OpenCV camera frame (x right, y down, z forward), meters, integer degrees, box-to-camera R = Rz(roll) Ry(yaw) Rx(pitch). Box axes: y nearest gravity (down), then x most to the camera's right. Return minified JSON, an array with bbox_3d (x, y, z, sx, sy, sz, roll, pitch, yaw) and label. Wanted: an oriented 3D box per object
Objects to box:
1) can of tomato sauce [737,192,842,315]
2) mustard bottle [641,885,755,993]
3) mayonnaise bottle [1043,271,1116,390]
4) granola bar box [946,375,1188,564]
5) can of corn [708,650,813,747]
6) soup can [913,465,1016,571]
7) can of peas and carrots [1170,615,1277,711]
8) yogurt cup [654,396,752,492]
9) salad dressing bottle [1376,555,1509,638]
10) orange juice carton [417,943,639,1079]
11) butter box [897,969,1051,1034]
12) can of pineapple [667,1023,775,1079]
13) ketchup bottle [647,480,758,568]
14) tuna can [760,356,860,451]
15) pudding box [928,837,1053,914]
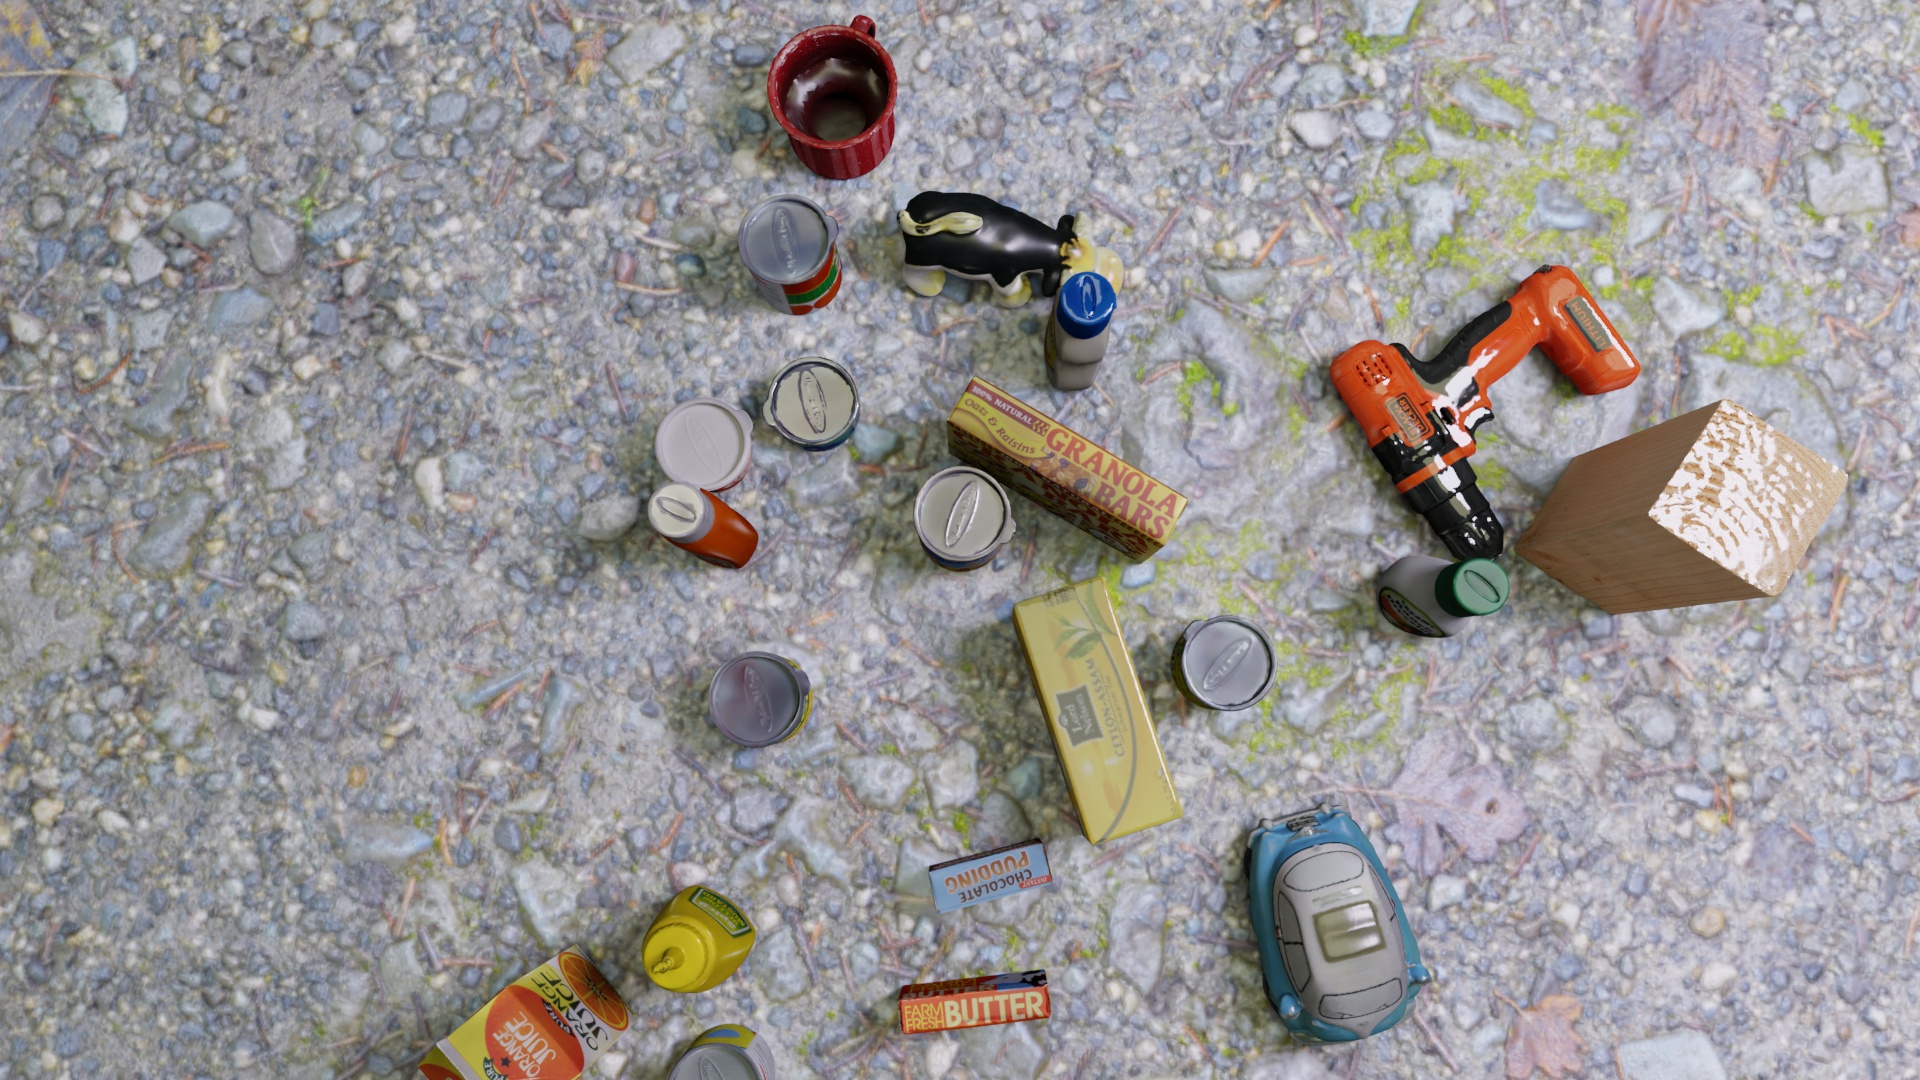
[{"bbox_3d":[-0.120,-0.207,1.008,0.071,0.083,0.071,0,83,0],"label":"can of tomato sauce"},{"bbox_3d":[-0.176,0.265,0.909,0.065,0.160,0.049,37,85,4],"label":"mustard bottle"},{"bbox_3d":[0.082,-0.149,0.967,0.041,0.148,0.065,-2,83,0],"label":"mayonnaise bottle"},{"bbox_3d":[0.071,-0.047,0.966,0.165,0.124,0.039,30,84,4],"label":"granola bar box"},{"bbox_3d":[-0.137,0.111,0.980,0.071,0.058,0.071,0,83,0],"label":"can of corn"},{"bbox_3d":[0.004,-0.012,0.982,0.071,0.083,0.071,0,83,0],"label":"soup can"},{"bbox_3d":[0.183,0.086,0.982,0.071,0.058,0.071,0,83,0],"label":"can of peas and carrots"},{"bbox_3d":[-0.182,-0.065,1.005,0.072,0.054,0.072,0,83,0],"label":"yogurt cup"},{"bbox_3d":[0.327,0.036,0.943,0.064,0.147,0.044,43,85,5],"label":"salad dressing bottle"},{"bbox_3d":[-0.276,0.323,0.885,0.073,0.192,0.072,-42,85,-4],"label":"orange juice carton"},{"bbox_3d":[0.010,0.317,0.956,0.103,0.053,0.024,-6,83,-1],"label":"butter box"},{"bbox_3d":[-0.164,0.370,0.947,0.071,0.058,0.071,0,83,0],"label":"can of pineapple"},{"bbox_3d":[-0.179,-0.013,0.950,0.065,0.148,0.043,26,84,3],"label":"ketchup bottle"},{"bbox_3d":[-0.109,-0.099,1.019,0.071,0.033,0.071,0,83,0],"label":"tuna can"},{"bbox_3d":[0.020,0.233,0.968,0.084,0.049,0.030,-14,83,-1],"label":"pudding box"}]
